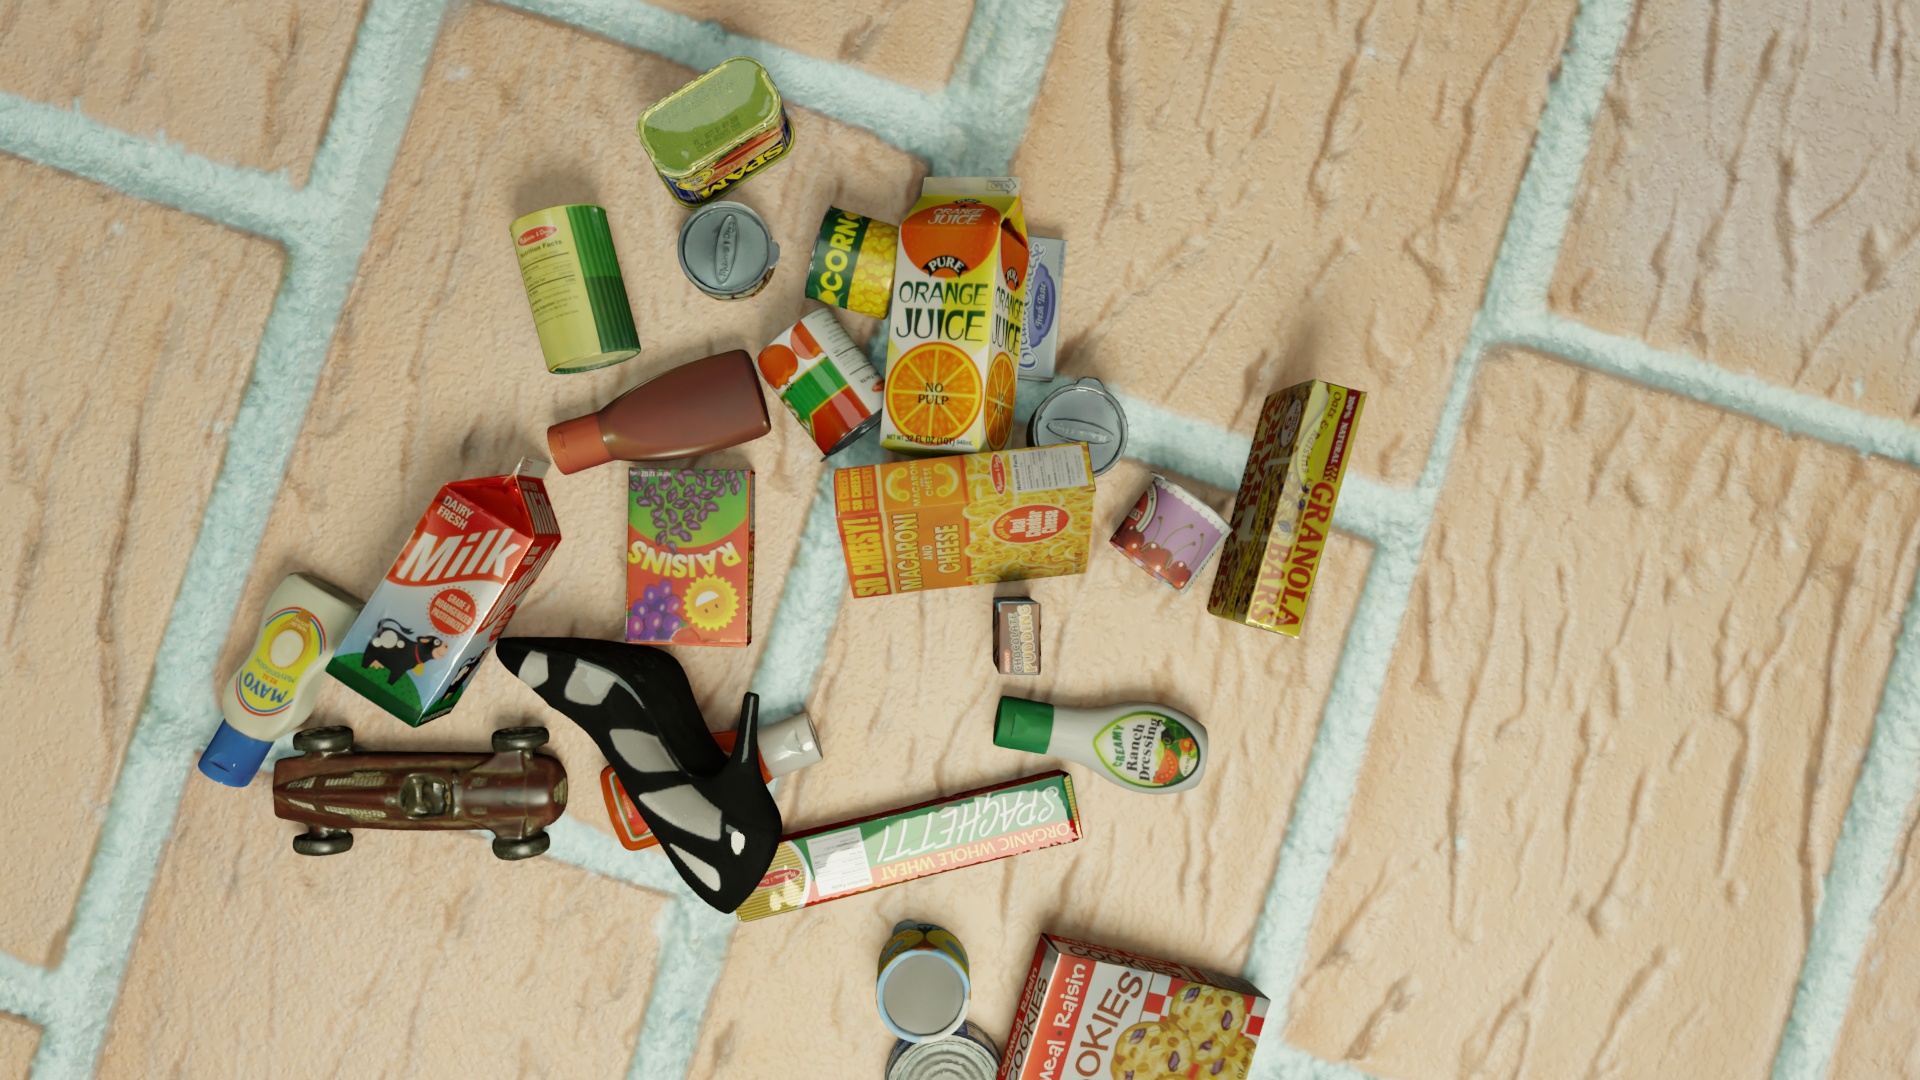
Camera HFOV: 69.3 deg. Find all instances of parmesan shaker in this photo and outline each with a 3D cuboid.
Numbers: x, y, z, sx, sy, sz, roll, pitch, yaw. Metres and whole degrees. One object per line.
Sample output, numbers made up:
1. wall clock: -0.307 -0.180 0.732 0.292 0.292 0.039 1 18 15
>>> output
1. parmesan shaker: -0.267 -0.171 0.959 0.071 0.071 0.103 -15 91 -2

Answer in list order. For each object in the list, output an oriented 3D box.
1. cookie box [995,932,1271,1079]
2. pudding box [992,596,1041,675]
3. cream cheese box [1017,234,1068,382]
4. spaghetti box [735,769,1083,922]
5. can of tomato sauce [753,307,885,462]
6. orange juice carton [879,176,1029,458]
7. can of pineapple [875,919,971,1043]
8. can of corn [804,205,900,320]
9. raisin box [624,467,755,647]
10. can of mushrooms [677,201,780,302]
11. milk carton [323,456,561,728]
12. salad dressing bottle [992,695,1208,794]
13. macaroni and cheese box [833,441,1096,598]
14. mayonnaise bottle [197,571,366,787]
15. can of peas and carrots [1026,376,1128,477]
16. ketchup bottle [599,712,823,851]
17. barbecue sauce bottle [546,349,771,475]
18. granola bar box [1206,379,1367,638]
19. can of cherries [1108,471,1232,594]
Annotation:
1. cookie box: 0.118 0.354 0.965 0.167 0.040 0.123 17 89 -16
2. pudding box: 0.038 0.064 0.958 0.030 0.083 0.049 0 91 -2
3. cream cheese box: 0.045 -0.166 0.989 0.053 0.024 0.103 6 89 -1
4. spaghetti box: -0.039 0.215 0.982 0.250 0.028 0.050 -13 90 -2
5. can of tomato sauce: -0.094 -0.108 0.964 0.071 0.071 0.083 -38 91 -2
6. orange juice carton: -0.001 -0.152 0.943 0.072 0.073 0.192 5 90 19
7. can of pineapple: -0.027 0.307 0.967 0.071 0.058 0.071 0 90 -2
8. can of corn: -0.071 -0.192 0.962 0.058 0.071 0.071 16 89 -3
9. raisin box: -0.188 0.011 0.972 0.086 0.040 0.123 2 90 -3
10. can of mushrooms: -0.161 -0.202 0.977 0.071 0.033 0.071 0 89 -2
11. milk carton: -0.340 0.025 0.950 0.073 0.072 0.190 33 88 -1
12. salad dressing bottle: 0.098 0.140 0.980 0.148 0.044 0.064 10 88 -2
13. macaroni and cheese box: 0.003 -0.012 0.939 0.166 0.123 0.040 -6 62 -2
14. mayonnaise bottle: -0.471 0.098 0.960 0.065 0.041 0.148 30 88 -2
15. can of peas and carrots: 0.081 -0.077 0.973 0.071 0.058 0.071 0 89 -2
16. ketchup bottle: -0.171 0.162 0.970 0.149 0.043 0.065 -20 82 -3
17. barbecue sauce bottle: -0.211 -0.084 0.970 0.149 0.043 0.065 -17 79 -1
18. granola bar box: 0.218 -0.021 0.945 0.039 0.124 0.165 16 89 -2
19. can of cherries: 0.145 -0.005 0.972 0.071 0.071 0.058 36 90 -2
